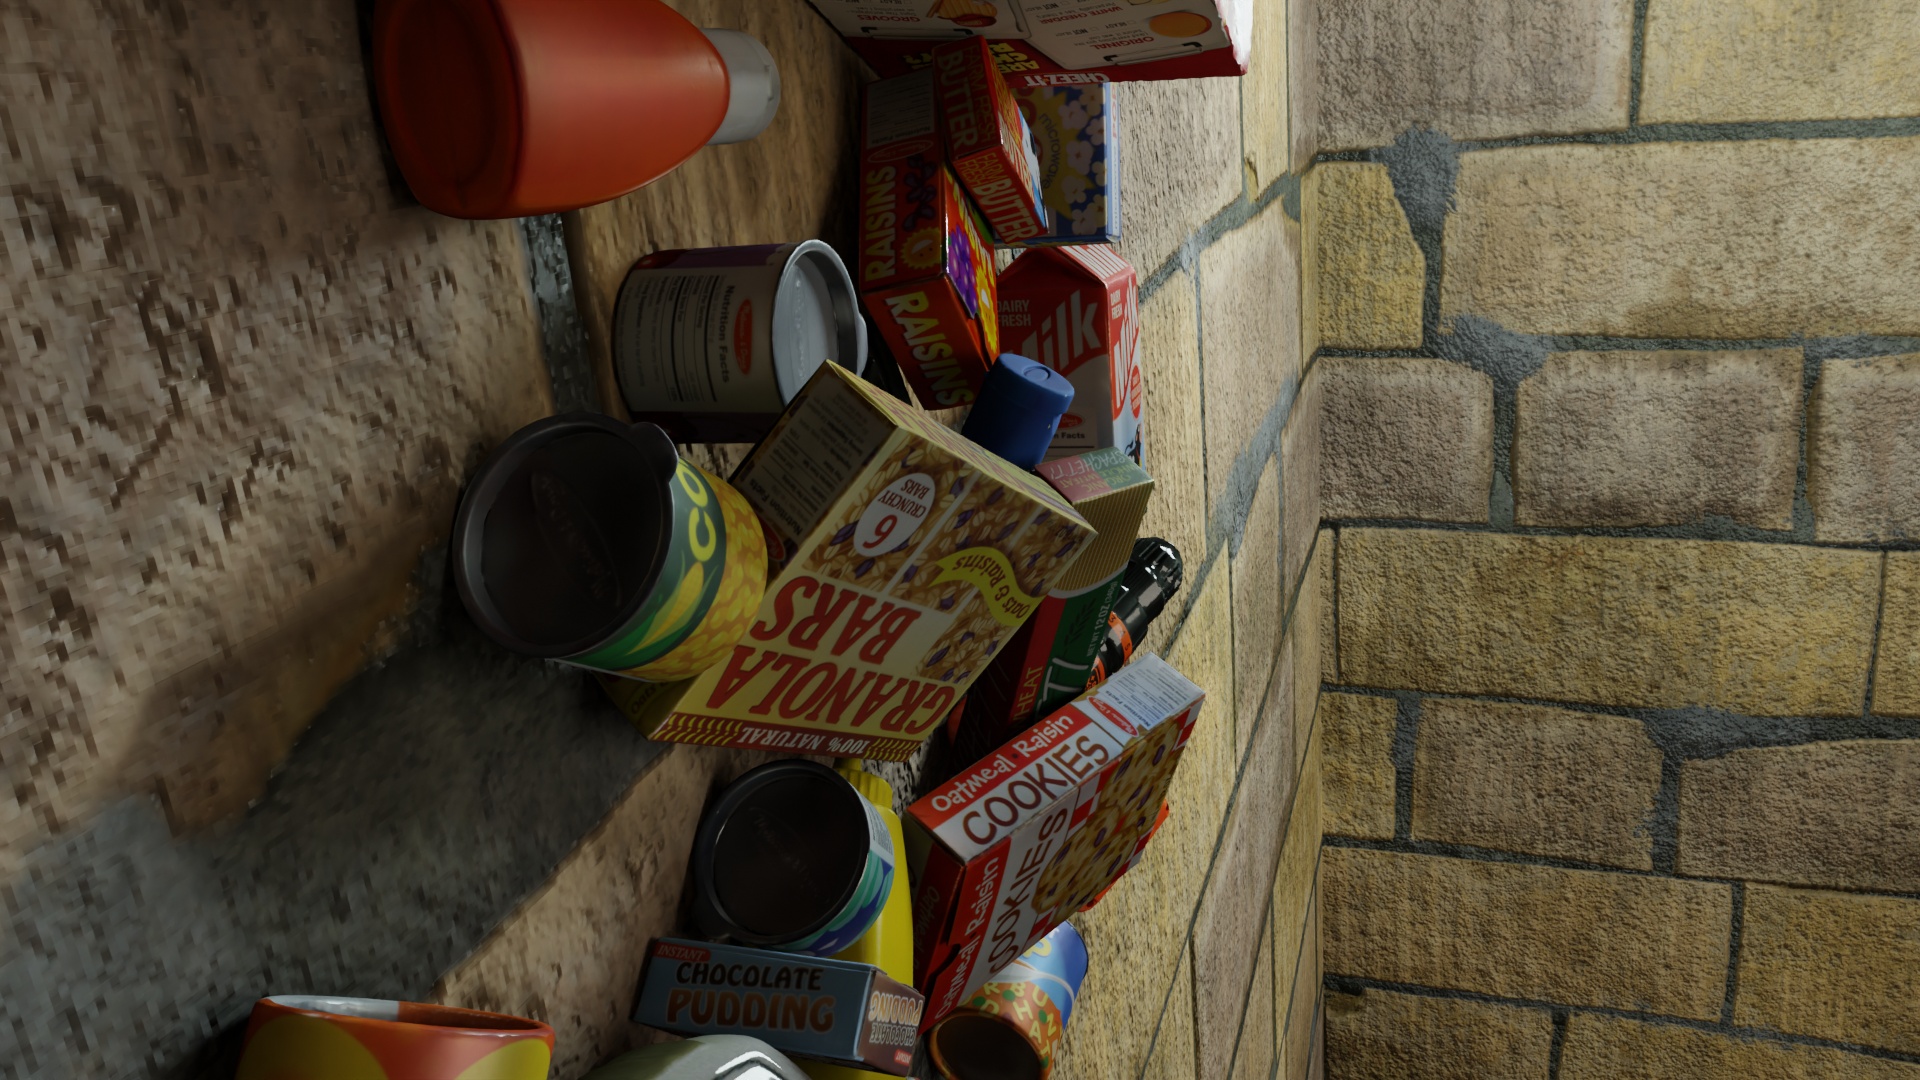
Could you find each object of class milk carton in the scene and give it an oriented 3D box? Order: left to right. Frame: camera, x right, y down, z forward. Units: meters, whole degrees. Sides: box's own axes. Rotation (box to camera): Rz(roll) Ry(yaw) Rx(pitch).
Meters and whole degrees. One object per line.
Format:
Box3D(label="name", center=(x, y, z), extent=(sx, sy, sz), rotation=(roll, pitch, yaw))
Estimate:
Box3D(label="milk carton", center=(0.062, -0.097, 0.801), extent=(0.072, 0.073, 0.189), rotation=(-43, 131, -63))

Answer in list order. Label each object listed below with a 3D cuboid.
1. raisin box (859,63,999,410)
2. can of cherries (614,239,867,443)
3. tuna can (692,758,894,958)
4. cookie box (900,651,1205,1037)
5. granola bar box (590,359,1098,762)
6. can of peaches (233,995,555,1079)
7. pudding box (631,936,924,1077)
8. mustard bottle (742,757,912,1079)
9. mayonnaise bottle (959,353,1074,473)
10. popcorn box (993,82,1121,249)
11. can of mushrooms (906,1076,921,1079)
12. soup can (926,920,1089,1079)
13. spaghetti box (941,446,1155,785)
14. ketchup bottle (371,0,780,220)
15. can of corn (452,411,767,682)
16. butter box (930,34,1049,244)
Box3D(label="raisin box", center=(-0.012, -0.131, 0.607), extent=(0.085, 0.040, 0.124), rotation=(61, 24, -56))
Box3D(label="can of cherries", center=(-0.071, -0.064, 0.461), extent=(0.071, 0.058, 0.071), rotation=(-1, 91, -70))
Box3D(label="tuna can", center=(-0.060, 0.116, 0.496), extent=(0.032, 0.071, 0.071), rotation=(59, 37, -58))
Box3D(label="cookie box", center=(0.035, 0.138, 0.637), extent=(0.168, 0.040, 0.122), rotation=(-26, 141, -40))
Box3D(label="granola bar box", center=(-0.032, 0.017, 0.486), extent=(0.124, 0.039, 0.165), rotation=(-51, 153, 8))
Box3D(label="can of peaches", center=(-0.126, 0.134, 0.306), extent=(0.071, 0.071, 0.058), rotation=(46, 48, -63))
Box3D(label="pudding box", center=(-0.060, 0.157, 0.468), extent=(0.049, 0.084, 0.030), rotation=(58, 39, -57))
Box3D(label="mustard bottle", center=(-0.048, 0.141, 0.535), extent=(0.048, 0.065, 0.161), rotation=(57, 32, -54))
Box3D(label="mayonnaise bottle", center=(0.002, -0.008, 0.601), extent=(0.147, 0.041, 0.065), rotation=(-64, 171, 21))
Box3D(label="popcorn box", center=(0.036, -0.213, 0.705), extent=(0.038, 0.085, 0.126), rotation=(-24, 113, -69))
Box3D(label="can of mushrooms", center=(-0.037, 0.268, 0.614), extent=(0.071, 0.033, 0.071), rotation=(0, 91, -69))
Box3D(label="soup can", center=(0.025, 0.242, 0.738), extent=(0.084, 0.071, 0.071), rotation=(-53, 140, -57))
Box3D(label="spaghetti box", center=(0.030, 0.070, 0.640), extent=(0.050, 0.029, 0.248), rotation=(-15, 134, -35))
Box3D(label="ketchup bottle", center=(-0.099, -0.130, 0.398), extent=(0.149, 0.043, 0.064), rotation=(-42, 131, -64))
Box3D(label="can of corn", center=(-0.093, 0.002, 0.387), extent=(0.058, 0.071, 0.071), rotation=(36, 58, -68))
Box3D(label="butter box", center=(0.015, -0.173, 0.610), extent=(0.103, 0.024, 0.053), rotation=(28, 52, -74))
